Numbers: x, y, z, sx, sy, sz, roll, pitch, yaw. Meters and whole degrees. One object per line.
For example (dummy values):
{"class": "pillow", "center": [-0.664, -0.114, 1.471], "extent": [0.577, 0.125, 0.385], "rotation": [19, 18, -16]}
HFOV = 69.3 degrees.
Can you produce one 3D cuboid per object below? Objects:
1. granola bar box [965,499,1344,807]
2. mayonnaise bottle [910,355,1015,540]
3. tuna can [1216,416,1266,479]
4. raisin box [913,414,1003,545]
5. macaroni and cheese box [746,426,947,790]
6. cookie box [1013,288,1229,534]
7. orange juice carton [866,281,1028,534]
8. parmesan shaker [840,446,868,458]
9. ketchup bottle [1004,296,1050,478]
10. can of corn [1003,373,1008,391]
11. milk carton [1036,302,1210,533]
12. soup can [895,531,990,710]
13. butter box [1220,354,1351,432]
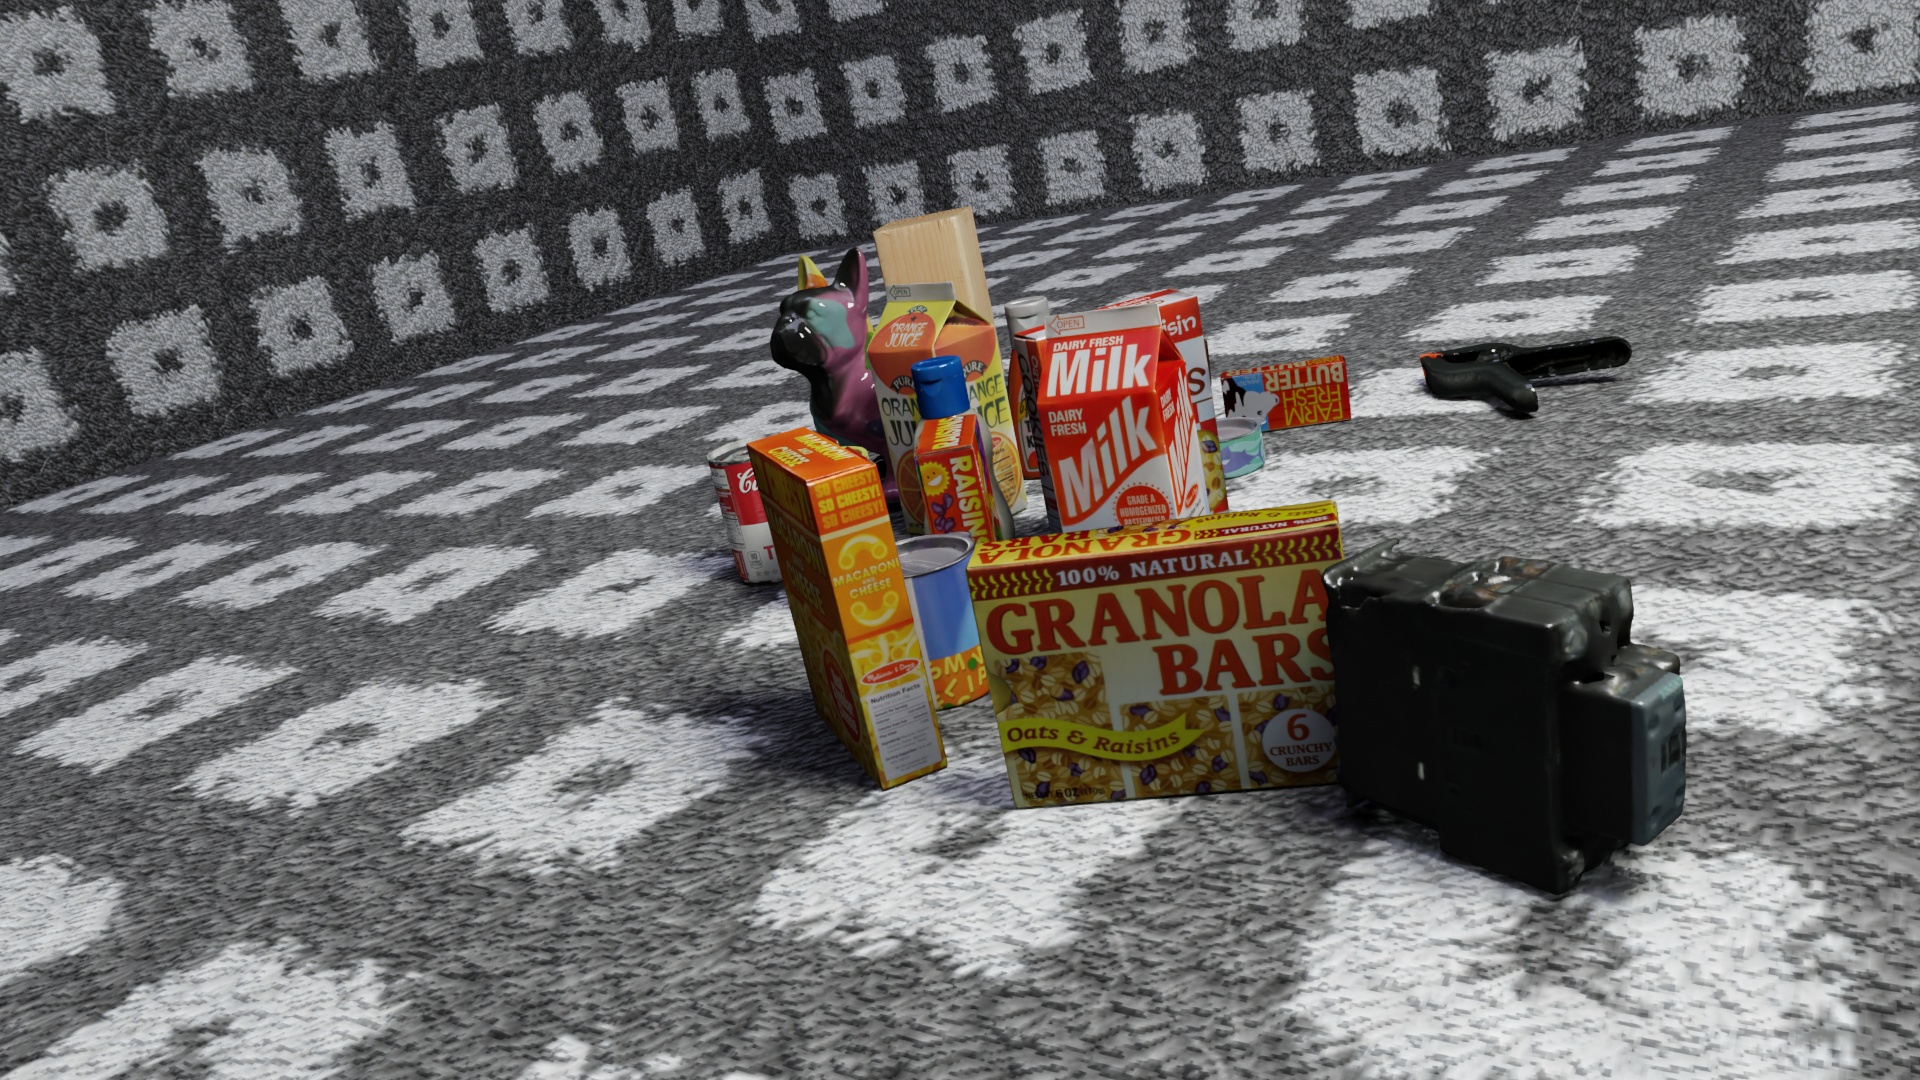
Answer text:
{"class": "granola bar box", "center": [0.095, 0.054, 0.633], "extent": [0.165, 0.123, 0.039], "rotation": [-7, 18, 14]}
{"class": "mayonnaise bottle", "center": [-0.004, -0.056, 0.993], "extent": [0.065, 0.147, 0.041], "rotation": [-5, 19, 20]}
{"class": "tuna can", "center": [0.208, -0.073, 1.095], "extent": [0.071, 0.032, 0.071], "rotation": [-11, 18, 4]}
{"class": "raisin box", "center": [0.003, -0.011, 0.891], "extent": [0.040, 0.123, 0.086], "rotation": [-10, 18, 6]}
{"class": "macaroni and cheese box", "center": [-0.061, 0.031, 0.735], "extent": [0.040, 0.166, 0.124], "rotation": [-18, 18, -18]}
{"class": "cookie box", "center": [0.111, -0.073, 0.939], "extent": [0.123, 0.167, 0.040], "rotation": [-18, 18, -19]}
{"class": "orange juice carton", "center": [-0.013, -0.104, 1.072], "extent": [0.072, 0.192, 0.073], "rotation": [5, 24, 43]}
{"class": "parmesan shaker", "center": [-0.085, -0.006, 0.966], "extent": [0.071, 0.102, 0.071], "rotation": [-11, 18, 4]}
{"class": "ketchup bottle", "center": [0.068, -0.129, 1.166], "extent": [0.065, 0.148, 0.044], "rotation": [-10, 17, 6]}
{"class": "can of corn", "center": [0.034, -0.121, 1.312], "extent": [0.071, 0.058, 0.071], "rotation": [-11, 18, 4]}
{"class": "milk carton", "center": [0.098, -0.043, 0.817], "extent": [0.072, 0.190, 0.074], "rotation": [-4, 19, 24]}
{"class": "soup can", "center": [-0.014, 0.045, 0.795], "extent": [0.071, 0.083, 0.071], "rotation": [-11, 18, 4]}
{"class": "butter box", "center": [0.273, -0.121, 1.168], "extent": [0.103, 0.053, 0.024], "rotation": [-7, 18, 14]}
